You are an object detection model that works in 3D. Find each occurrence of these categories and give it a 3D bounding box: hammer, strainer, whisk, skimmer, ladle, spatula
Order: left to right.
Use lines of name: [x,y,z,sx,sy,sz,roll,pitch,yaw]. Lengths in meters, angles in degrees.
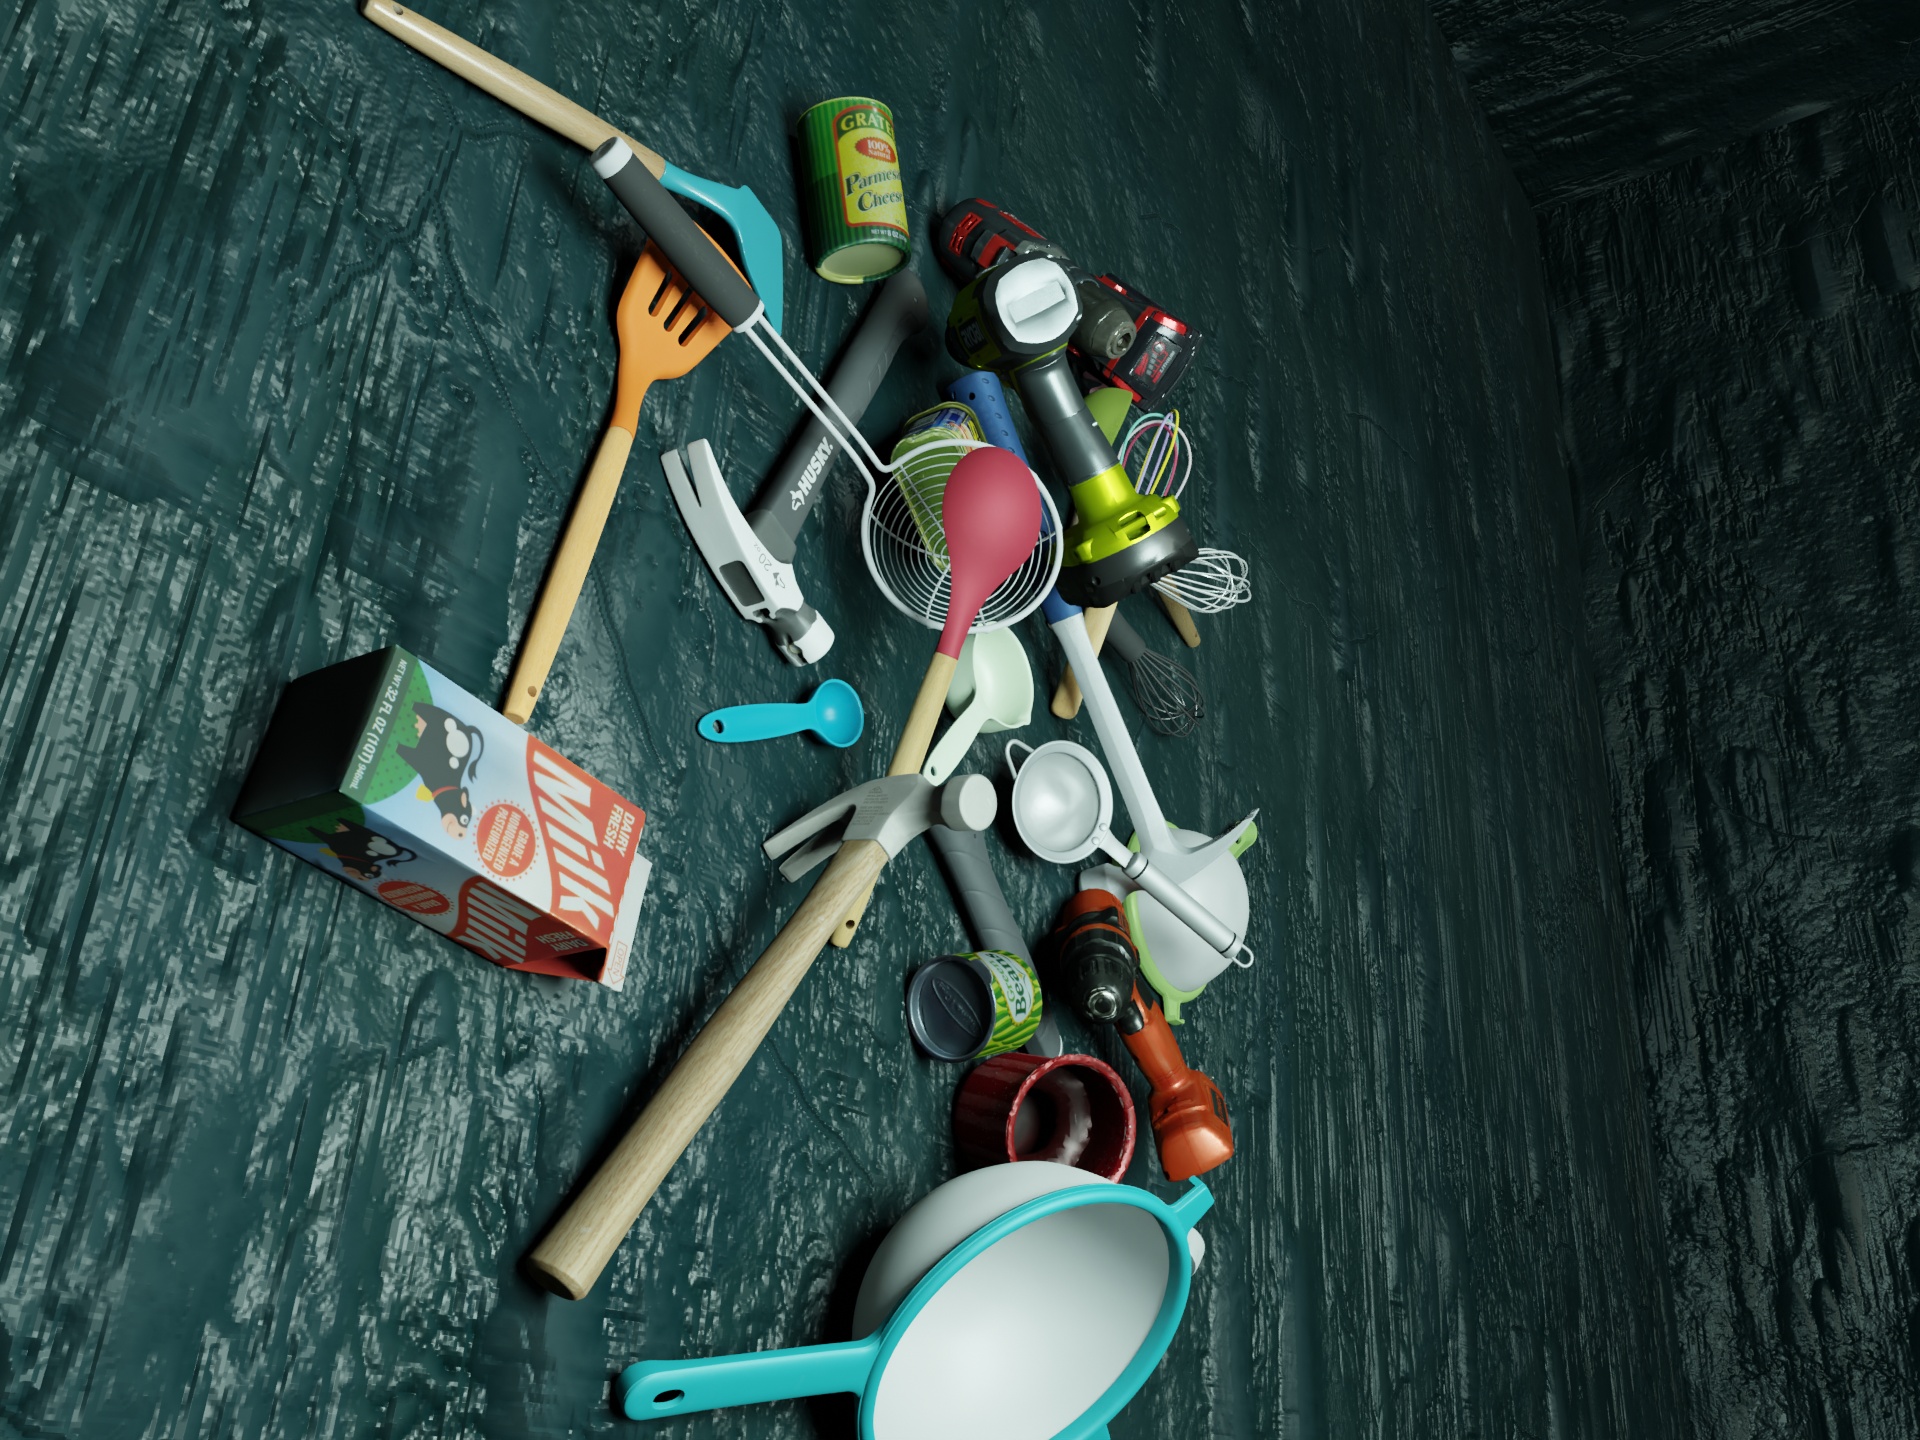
spatula: [-0.201,-0.320,0.909,0.317,0.044,0.082,18,64,-48]
spatula: [-0.183,-0.137,0.849,0.080,0.041,0.323,44,46,-41]
hammer: [-0.108,0.145,0.810,0.031,0.130,0.331,58,47,-26]
hammer: [-0.085,-0.197,1.024,0.146,0.035,0.335,54,38,-31]
skimmer: [-0.070,-0.191,0.924,0.127,0.090,0.362,-55,130,-14]
strainer: [-0.034,0.316,0.859,0.340,0.095,0.211,7,110,-33]
ladle: [-0.019,-0.015,0.949,0.069,0.031,0.315,21,87,-26]
hammer: [0.063,0.246,1.086,0.149,0.036,0.408,-39,111,-54]
hammer: [0.088,-0.067,1.175,0.405,0.144,0.035,68,19,0]
whisk: [0.116,-0.117,1.195,0.051,0.047,0.245,12,101,-40]
strainer: [0.117,0.100,1.140,0.258,0.050,0.087,40,66,-14]
whisk: [0.136,-0.056,1.287,0.238,0.055,0.055,43,45,-43]
whisk: [0.140,-0.124,1.275,0.246,0.057,0.059,7,35,-34]
ladle: [0.158,-0.154,1.323,0.319,0.062,0.078,53,53,-48]
strainer: [0.220,0.133,1.331,0.256,0.069,0.151,-32,105,-54]

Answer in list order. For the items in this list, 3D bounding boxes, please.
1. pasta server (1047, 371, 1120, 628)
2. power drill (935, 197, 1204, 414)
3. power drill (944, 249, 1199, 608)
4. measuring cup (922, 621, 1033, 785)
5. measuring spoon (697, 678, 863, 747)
pasta server: [0.105,-0.201,1.327,0.060,0.040,0.316,46,47,-38]
power drill: [0.102,-0.313,1.238,0.188,0.080,0.226,43,17,31]
power drill: [0.062,-0.196,1.078,0.228,0.080,0.190,63,-8,-11]
measuring cup: [-0.002,-0.003,1.078,0.083,0.038,0.168,61,37,-22]
measuring spoon: [-0.109,0.001,0.937,0.128,0.021,0.042,-7,85,-48]
